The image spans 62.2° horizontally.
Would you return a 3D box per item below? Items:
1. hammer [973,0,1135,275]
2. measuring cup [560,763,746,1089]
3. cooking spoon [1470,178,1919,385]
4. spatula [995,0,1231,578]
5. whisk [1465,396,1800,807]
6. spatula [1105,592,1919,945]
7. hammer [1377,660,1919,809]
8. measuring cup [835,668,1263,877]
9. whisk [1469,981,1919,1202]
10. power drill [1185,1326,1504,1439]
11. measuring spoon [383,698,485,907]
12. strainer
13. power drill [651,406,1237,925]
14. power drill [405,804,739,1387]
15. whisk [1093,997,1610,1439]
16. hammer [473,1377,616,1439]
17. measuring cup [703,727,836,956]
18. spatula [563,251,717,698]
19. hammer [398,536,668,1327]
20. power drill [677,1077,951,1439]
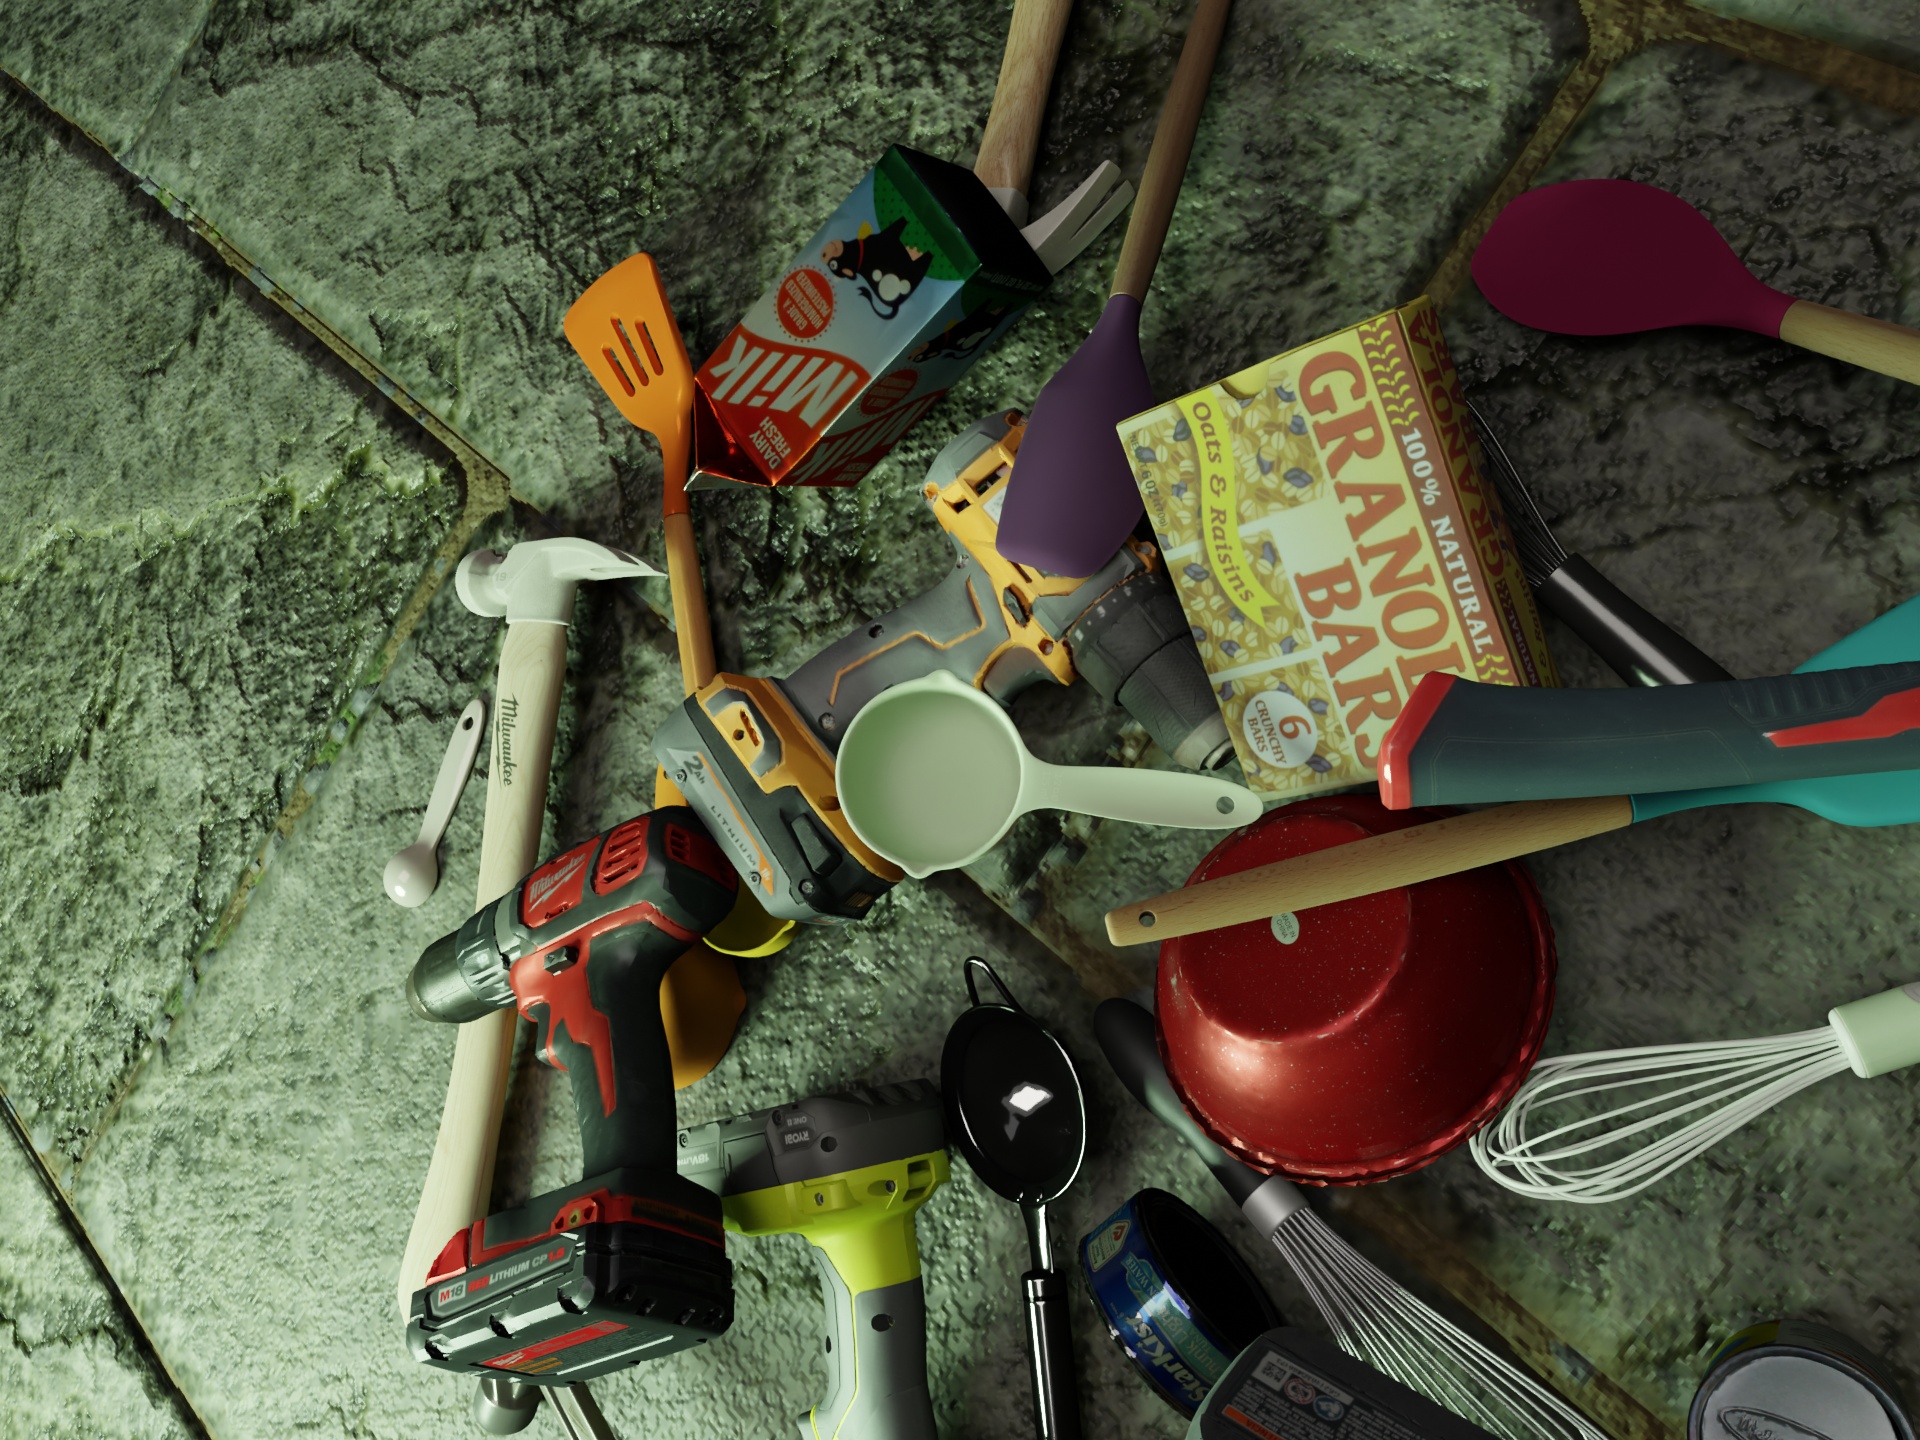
[{"bbox_3d":[0.046,-0.367,0.784,0.130,0.031,0.331,11,85,30],"label":"hammer"},{"bbox_3d":[-0.159,0.096,0.787,0.095,0.052,0.174,-5,79,28],"label":"measuring cup"},{"bbox_3d":[0.319,-0.134,0.564,0.319,0.017,0.069,37,95,42],"label":"cooking spoon"},{"bbox_3d":[0.082,-0.206,0.705,0.060,0.018,0.316,15,74,5],"label":"spatula"},{"bbox_3d":[0.227,-0.056,0.601,0.055,0.055,0.239,-47,73,12],"label":"whisk"},{"bbox_3d":[0.204,0.030,0.544,0.317,0.044,0.082,-15,74,3],"label":"spatula"},{"bbox_3d":[0.329,0.011,0.491,0.386,0.038,0.143,-6,77,11],"label":"hammer"},{"bbox_3d":[0.035,0.027,0.636,0.167,0.038,0.083,6,83,7],"label":"measuring cup"},{"bbox_3d":[0.295,0.112,0.543,0.246,0.058,0.059,-24,104,18],"label":"whisk"},{"bbox_3d":[0.132,0.335,0.528,0.164,0.084,0.226,22,119,30],"label":"power drill"},{"bbox_3d":[-0.296,0.045,0.892,0.034,0.018,0.124,20,89,30],"label":"measuring spoon"},{"bbox_3d":[0.034,0.226,0.664,0.087,0.050,0.258,-14,78,47],"label":"strainer"},{"bbox_3d":[-0.001,-0.002,0.702,0.226,0.084,0.185,-41,72,5],"label":"power drill"},{"bbox_3d":[-0.179,0.161,0.690,0.188,0.080,0.227,-26,50,26],"label":"power drill"},{"bbox_3d":[0.140,0.210,0.601,0.070,0.070,0.285,-50,57,11],"label":"whisk"},{"bbox_3d":[-0.109,0.371,0.659,0.359,0.036,0.149,44,124,37],"label":"hammer"},{"bbox_3d":[-0.077,0.044,0.775,0.062,0.029,0.156,25,80,22],"label":"measuring cup"},{"bbox_3d":[-0.152,-0.084,0.828,0.081,0.041,0.323,-24,70,38],"label":"spatula"},{"bbox_3d":[-0.233,0.108,0.824,0.146,0.038,0.411,1,82,41],"label":"hammer"},{"bbox_3d":[-0.057,0.278,0.679,0.171,0.080,0.223,-22,73,35],"label":"power drill"}]
